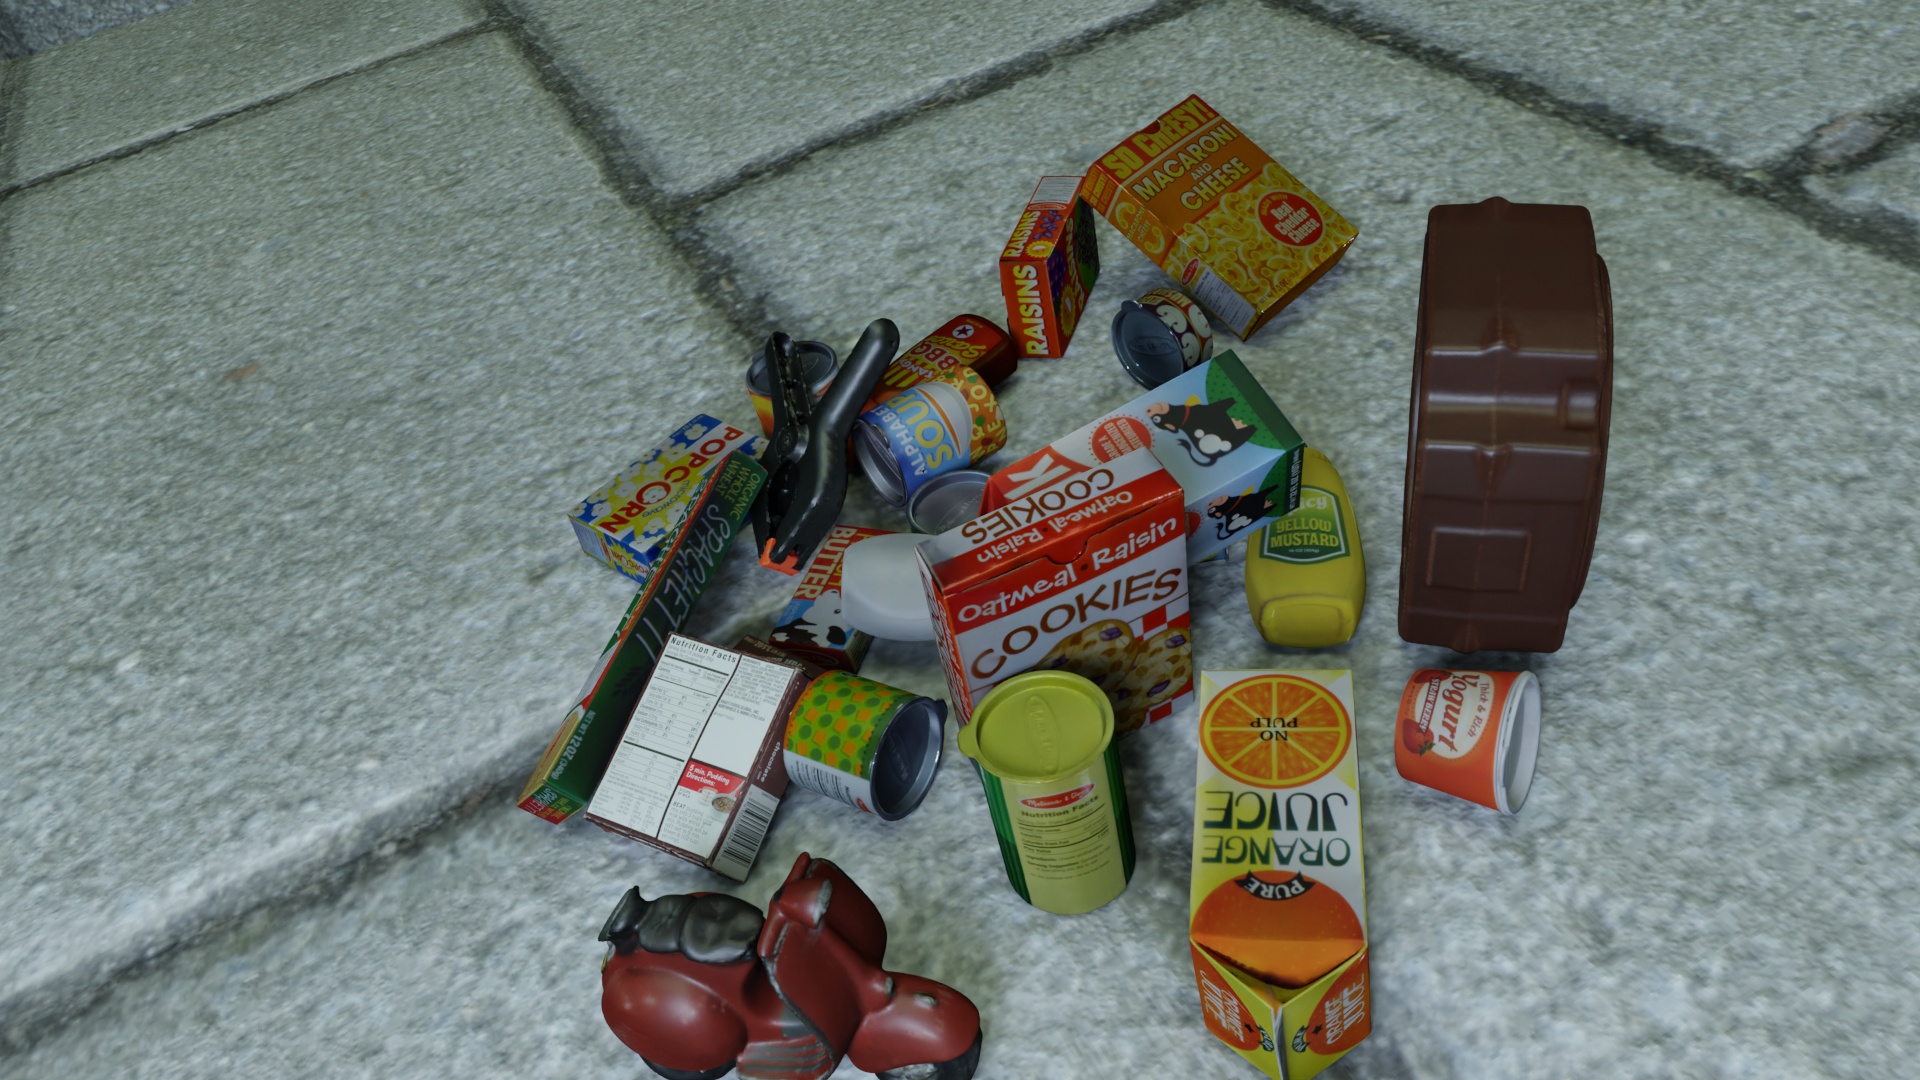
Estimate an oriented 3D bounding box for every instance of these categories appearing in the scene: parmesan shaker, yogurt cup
[{"bbox_3d":[0.042,0.120,0.655,0.071,0.102,0.072,-8,40,7],"label":"parmesan shaker"},{"bbox_3d":[0.242,0.092,0.663,0.054,0.072,0.073,7,44,35],"label":"yogurt cup"}]

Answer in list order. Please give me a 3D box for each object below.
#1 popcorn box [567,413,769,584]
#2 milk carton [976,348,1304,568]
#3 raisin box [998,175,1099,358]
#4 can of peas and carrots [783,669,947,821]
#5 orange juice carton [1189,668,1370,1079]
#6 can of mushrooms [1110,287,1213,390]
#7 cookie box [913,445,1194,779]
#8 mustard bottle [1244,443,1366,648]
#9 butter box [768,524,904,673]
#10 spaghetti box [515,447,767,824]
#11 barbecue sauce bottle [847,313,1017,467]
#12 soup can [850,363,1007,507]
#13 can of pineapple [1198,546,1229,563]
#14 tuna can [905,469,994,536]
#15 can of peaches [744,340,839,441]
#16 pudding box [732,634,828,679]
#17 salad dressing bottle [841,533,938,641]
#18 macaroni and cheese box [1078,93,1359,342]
[{"bbox_3d":[-0.188,-0.028,0.939,0.085,0.038,0.127,23,53,35],"label":"popcorn box"},{"bbox_3d":[0.083,-0.016,0.744,0.191,0.072,0.074,-28,60,-5],"label":"milk carton"},{"bbox_3d":[0.067,-0.204,1.033,0.040,0.085,0.124,5,44,19],"label":"raisin box"},{"bbox_3d":[-0.049,0.104,0.727,0.059,0.070,0.071,14,47,30],"label":"can of peas and carrots"},{"bbox_3d":[0.142,0.150,0.617,0.073,0.071,0.194,-2,41,14],"label":"orange juice carton"},{"bbox_3d":[0.137,-0.139,0.951,0.033,0.070,0.071,-36,45,-26],"label":"can of mushrooms"},{"bbox_3d":[0.052,0.045,0.687,0.123,0.166,0.040,-24,47,-11],"label":"cookie box"},{"bbox_3d":[0.197,-0.009,0.801,0.065,0.048,0.161,-2,42,12],"label":"mustard bottle"},{"bbox_3d":[-0.071,0.034,0.846,0.053,0.024,0.104,6,44,21],"label":"butter box"},{"bbox_3d":[-0.182,0.049,0.816,0.050,0.028,0.251,-34,26,49],"label":"spaghetti box"},{"bbox_3d":[-0.032,-0.104,0.979,0.149,0.043,0.065,-37,47,-25],"label":"barbecue sauce bottle"},{"bbox_3d":[-0.021,-0.071,0.917,0.084,0.071,0.071,-31,43,-19],"label":"soup can"},{"bbox_3d":[0.123,-0.016,0.816,0.058,0.070,0.071,-9,40,6],"label":"can of pineapple"},{"bbox_3d":[0.003,-0.011,0.870,0.071,0.032,0.071,-8,41,7],"label":"tuna can"},{"bbox_3d":[-0.115,-0.100,0.987,0.071,0.057,0.071,-8,41,7],"label":"can of peaches"},{"bbox_3d":[-0.104,0.091,0.785,0.084,0.030,0.050,20,52,33],"label":"pudding box"},{"bbox_3d":[0.007,0.028,0.799,0.148,0.043,0.064,2,54,0],"label":"salad dressing bottle"},{"bbox_3d":[0.189,-0.240,1.017,0.166,0.040,0.124,44,62,11],"label":"macaroni and cheese box"}]
